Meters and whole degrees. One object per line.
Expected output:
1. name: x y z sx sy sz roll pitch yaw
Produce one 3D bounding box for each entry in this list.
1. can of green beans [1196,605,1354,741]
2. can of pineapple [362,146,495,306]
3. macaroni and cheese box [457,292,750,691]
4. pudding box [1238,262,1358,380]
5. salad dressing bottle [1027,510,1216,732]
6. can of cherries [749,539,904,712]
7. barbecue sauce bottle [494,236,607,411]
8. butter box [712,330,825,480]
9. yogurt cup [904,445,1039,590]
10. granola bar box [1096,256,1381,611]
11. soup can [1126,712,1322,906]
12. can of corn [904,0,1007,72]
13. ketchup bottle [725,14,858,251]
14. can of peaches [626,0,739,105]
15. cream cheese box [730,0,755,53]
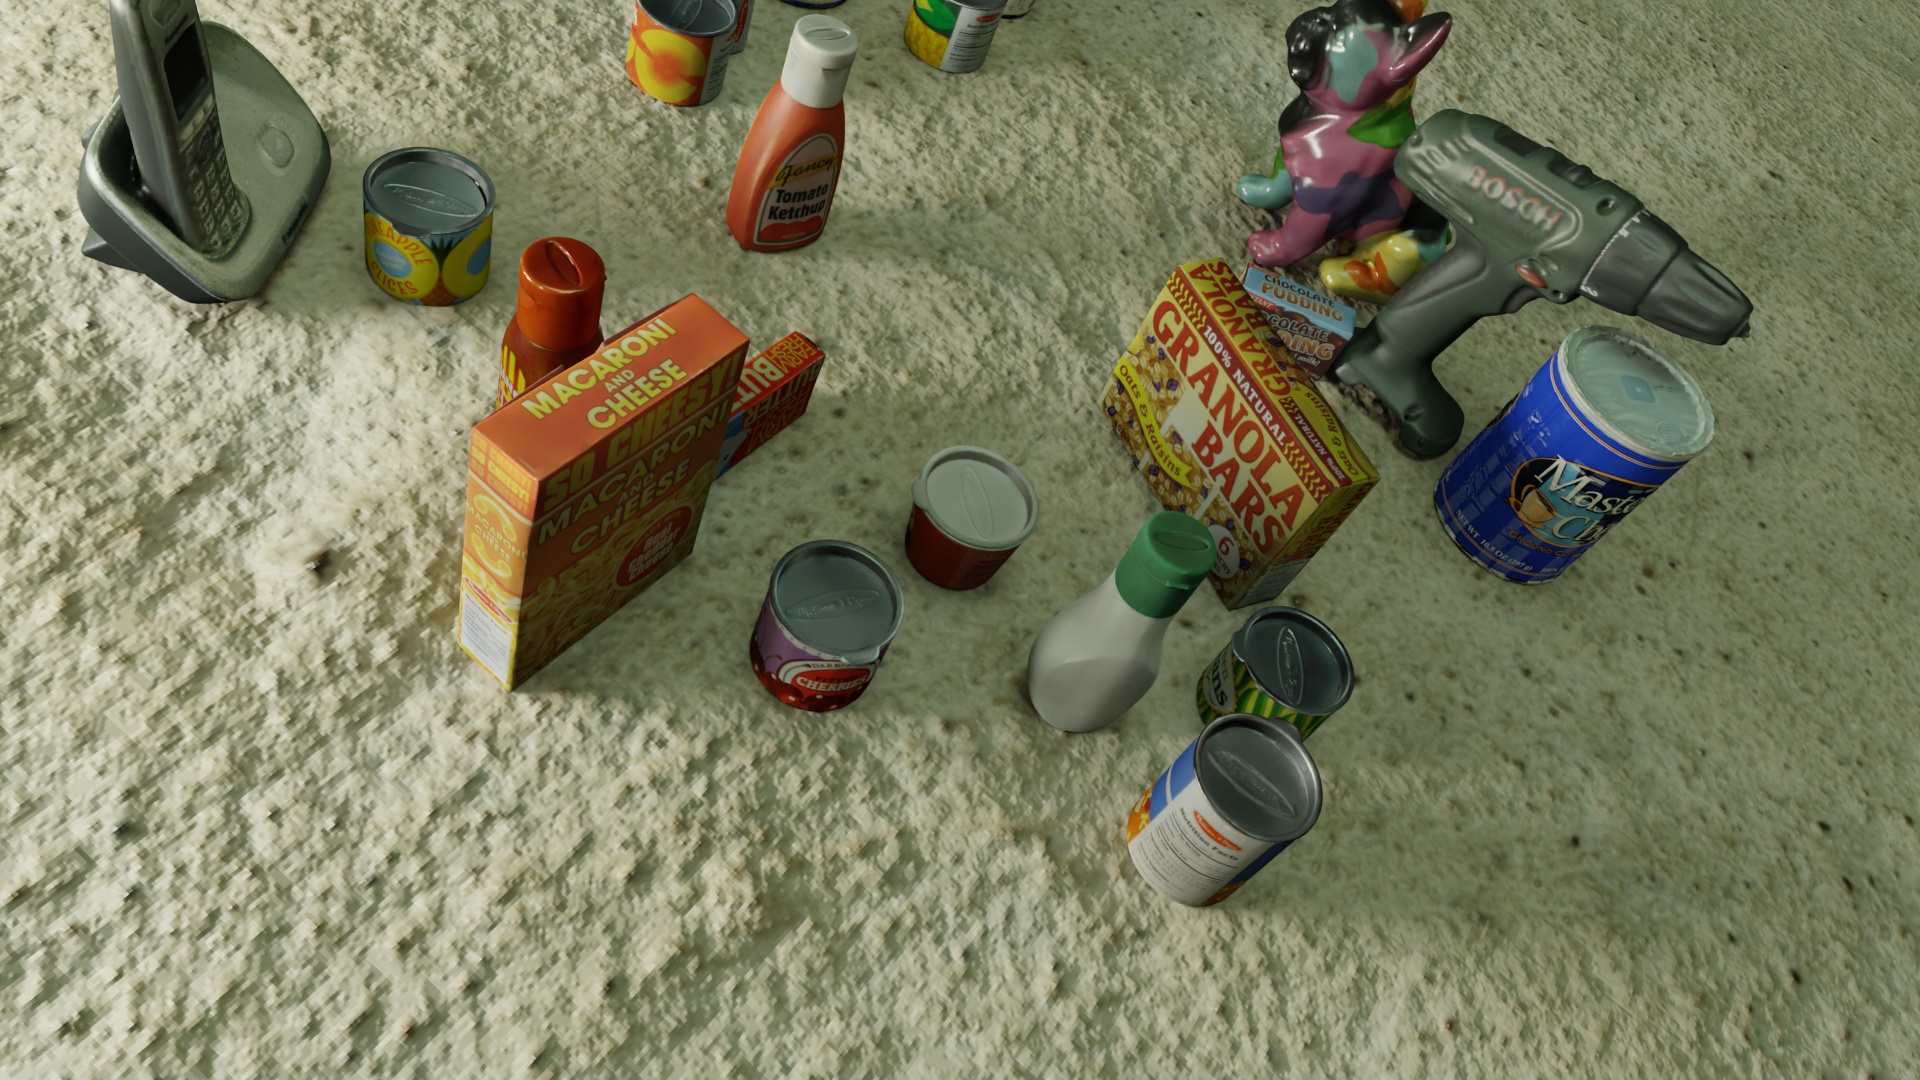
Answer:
1. can of green beans: 0.169 0.078 0.751 0.071 0.057 0.071 11 52 -14
2. can of pineapple: -0.290 -0.169 0.755 0.071 0.057 0.071 11 52 -14
3. macaroni and cheese box: -0.163 -0.019 0.622 0.040 0.165 0.124 39 51 9
4. pudding box: 0.222 -0.150 0.947 0.084 0.049 0.030 24 50 -3
5. salad dressing bottle: 0.079 0.042 0.684 0.064 0.146 0.044 10 52 -15
6. can of cherries: -0.066 0.045 0.683 0.071 0.058 0.072 11 52 -14
7. barbecue sauce bottle: -0.196 -0.080 0.667 0.044 0.147 0.065 -22 65 -33
8. butter box: -0.118 -0.068 0.750 0.024 0.052 0.104 39 51 9
9. yogurt cup: 0.003 -0.009 0.754 0.072 0.053 0.073 11 52 -14
10. granola bar box: 0.154 -0.061 0.806 0.039 0.123 0.166 -14 61 -29
11. soup can: 0.128 0.131 0.679 0.071 0.083 0.072 11 52 -14
12. can of corn: -0.005 -0.394 1.035 0.071 0.058 0.071 11 52 -14
13. ketchup bottle: -0.097 -0.239 0.825 0.065 0.148 0.043 -18 64 -31
14. can of peaches: -0.187 -0.331 0.917 0.071 0.057 0.071 11 52 -14
15. cream cheese box: -0.188 -0.388 0.962 0.104 0.053 0.024 43 52 12
